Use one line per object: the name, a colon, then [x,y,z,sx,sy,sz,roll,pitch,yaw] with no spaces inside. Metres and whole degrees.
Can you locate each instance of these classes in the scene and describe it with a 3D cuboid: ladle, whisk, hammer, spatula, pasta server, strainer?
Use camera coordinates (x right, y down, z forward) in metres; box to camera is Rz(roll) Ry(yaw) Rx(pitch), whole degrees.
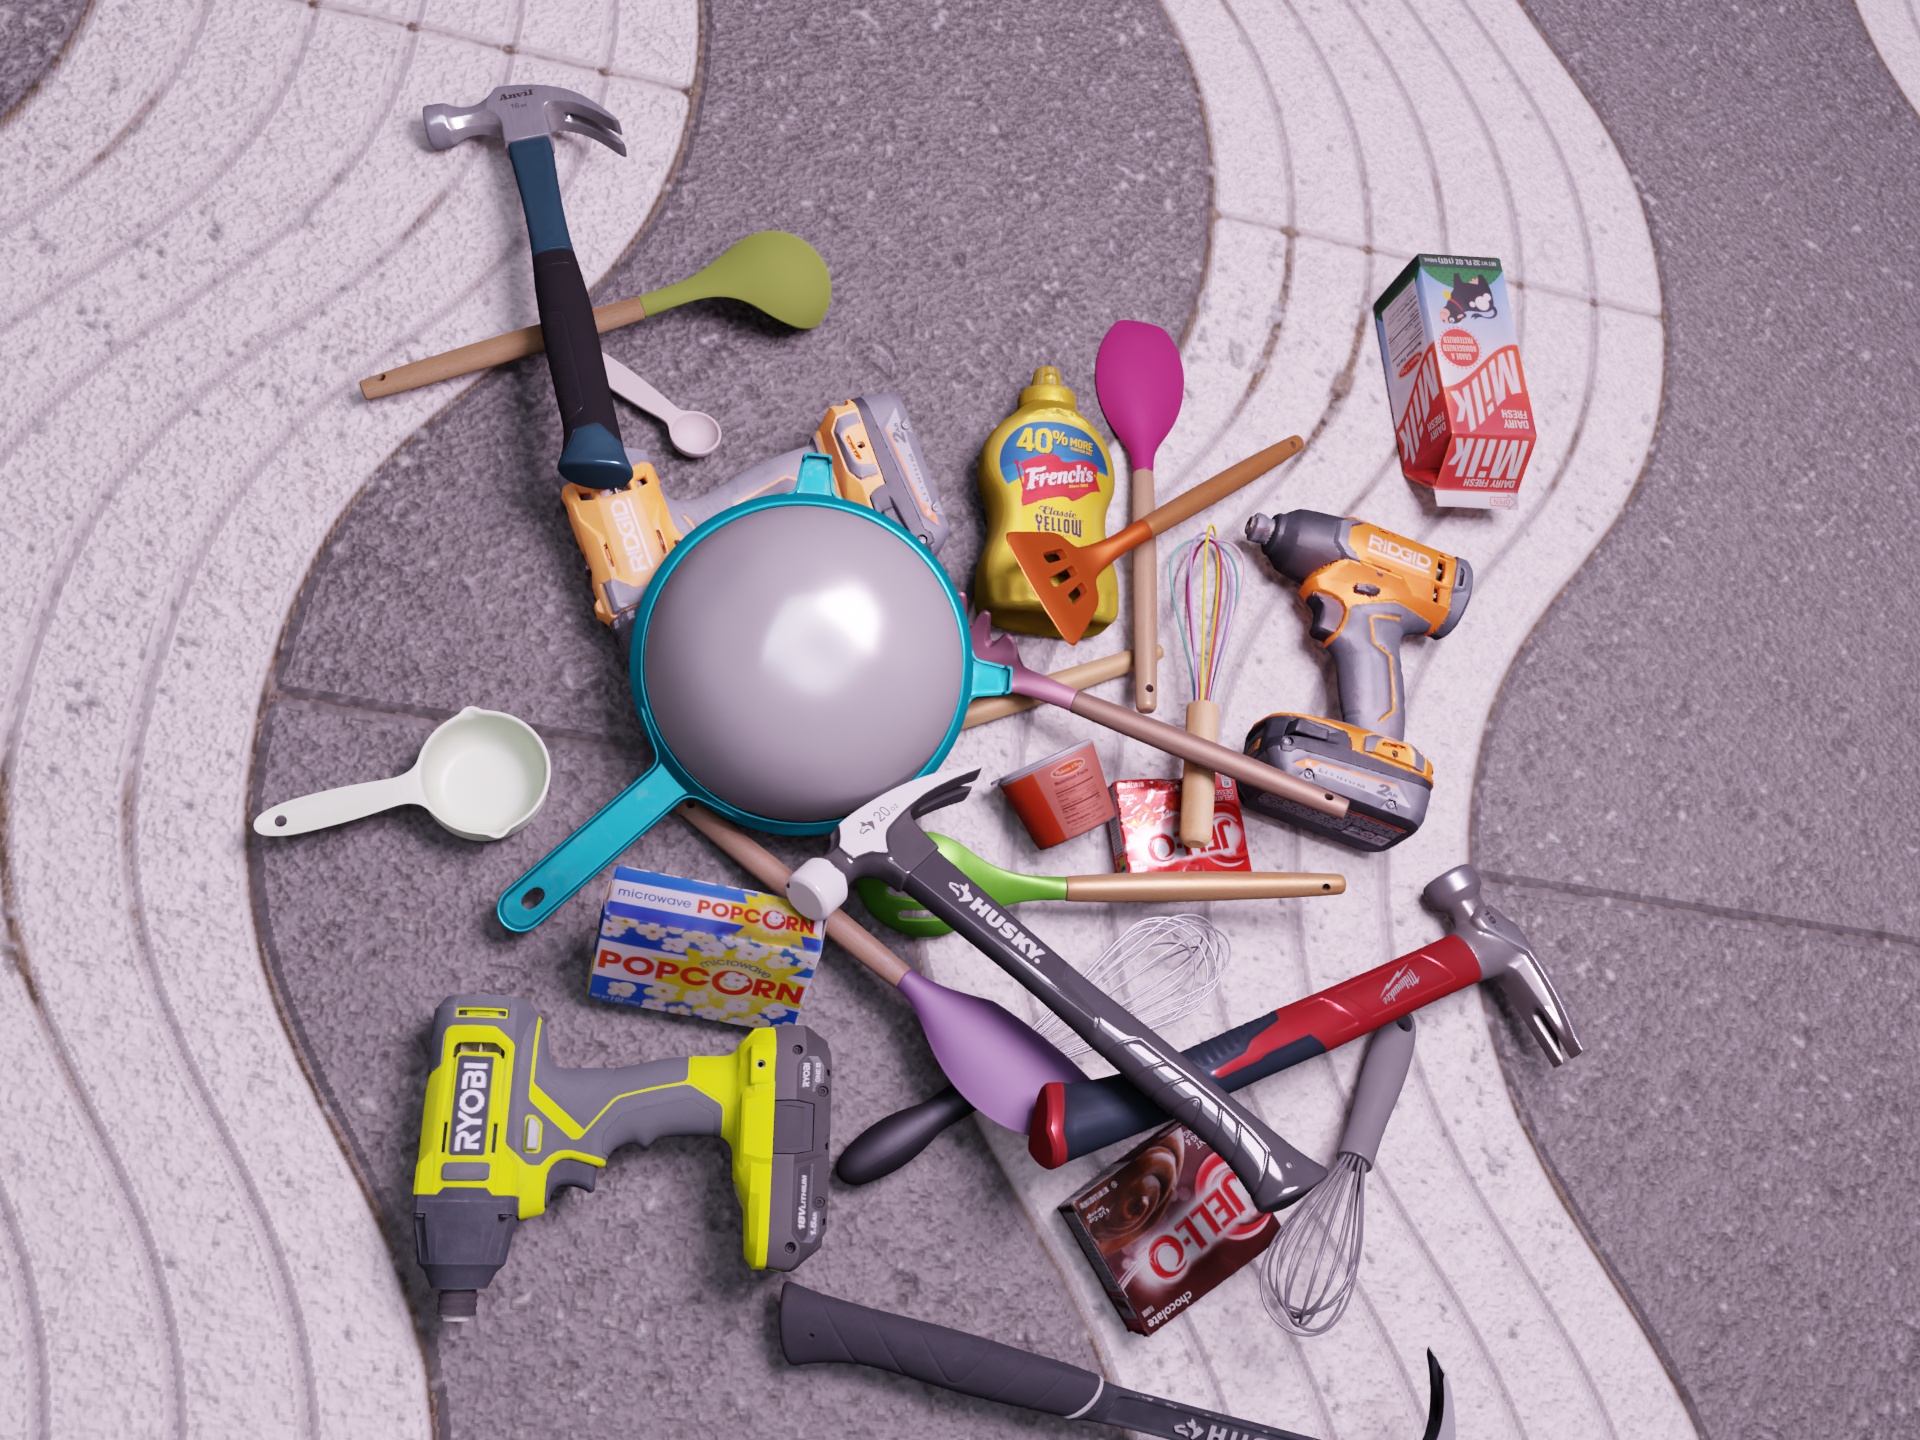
ladle: [-0.002,-0.003,1.046,0.315,0.031,0.069,-18,75,-21]
whisk: [0.242,0.272,0.988,0.055,0.055,0.239,35,52,-1]
hammer: [0.214,0.206,0.977,0.386,0.038,0.143,-16,65,-28]
whisk: [0.048,0.203,0.977,0.284,0.070,0.070,-30,82,-16]
spatula: [-0.056,0.142,0.961,0.316,0.018,0.060,38,66,11]
hammer: [0.069,0.157,0.912,0.335,0.035,0.146,39,49,12]
whisk: [0.162,-0.029,1.069,0.051,0.047,0.245,12,61,-7]
pasta server: [0.099,-0.006,1.020,0.316,0.040,0.060,22,60,10]
hammer: [0.091,0.391,0.916,0.409,0.036,0.149,17,97,-4]
spatula: [0.145,-0.141,1.079,0.322,0.041,0.081,-32,92,-36]
strainer: [-0.135,0.006,0.926,0.340,0.095,0.211,-42,96,-10]
hammer: [-0.262,-0.287,1.027,0.128,0.033,0.331,-14,65,-7]
ladle: [-0.237,-0.259,1.062,0.320,0.062,0.078,-21,64,-14]

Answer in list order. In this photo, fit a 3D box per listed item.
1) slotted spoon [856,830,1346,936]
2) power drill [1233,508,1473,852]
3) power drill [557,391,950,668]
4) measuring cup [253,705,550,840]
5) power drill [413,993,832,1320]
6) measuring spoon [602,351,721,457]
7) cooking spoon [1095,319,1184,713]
slotted spoon: [0.092,0.104,1.004,0.313,0.031,0.070,0,104,-7]
power drill: [0.258,-0.040,1.096,0.164,0.084,0.227,20,64,-7]
power drill: [-0.124,-0.103,1.021,0.226,0.084,0.185,-18,81,-15]
measuring cup: [-0.327,0.046,0.943,0.167,0.038,0.083,-14,76,-16]
power drill: [-0.188,0.246,0.893,0.223,0.080,0.171,3,71,-9]
measuring spoon: [-0.214,-0.215,1.070,0.124,0.018,0.034,36,60,7]
cooking spoon: [0.130,-0.152,1.124,0.068,0.017,0.319,7,66,-12]
